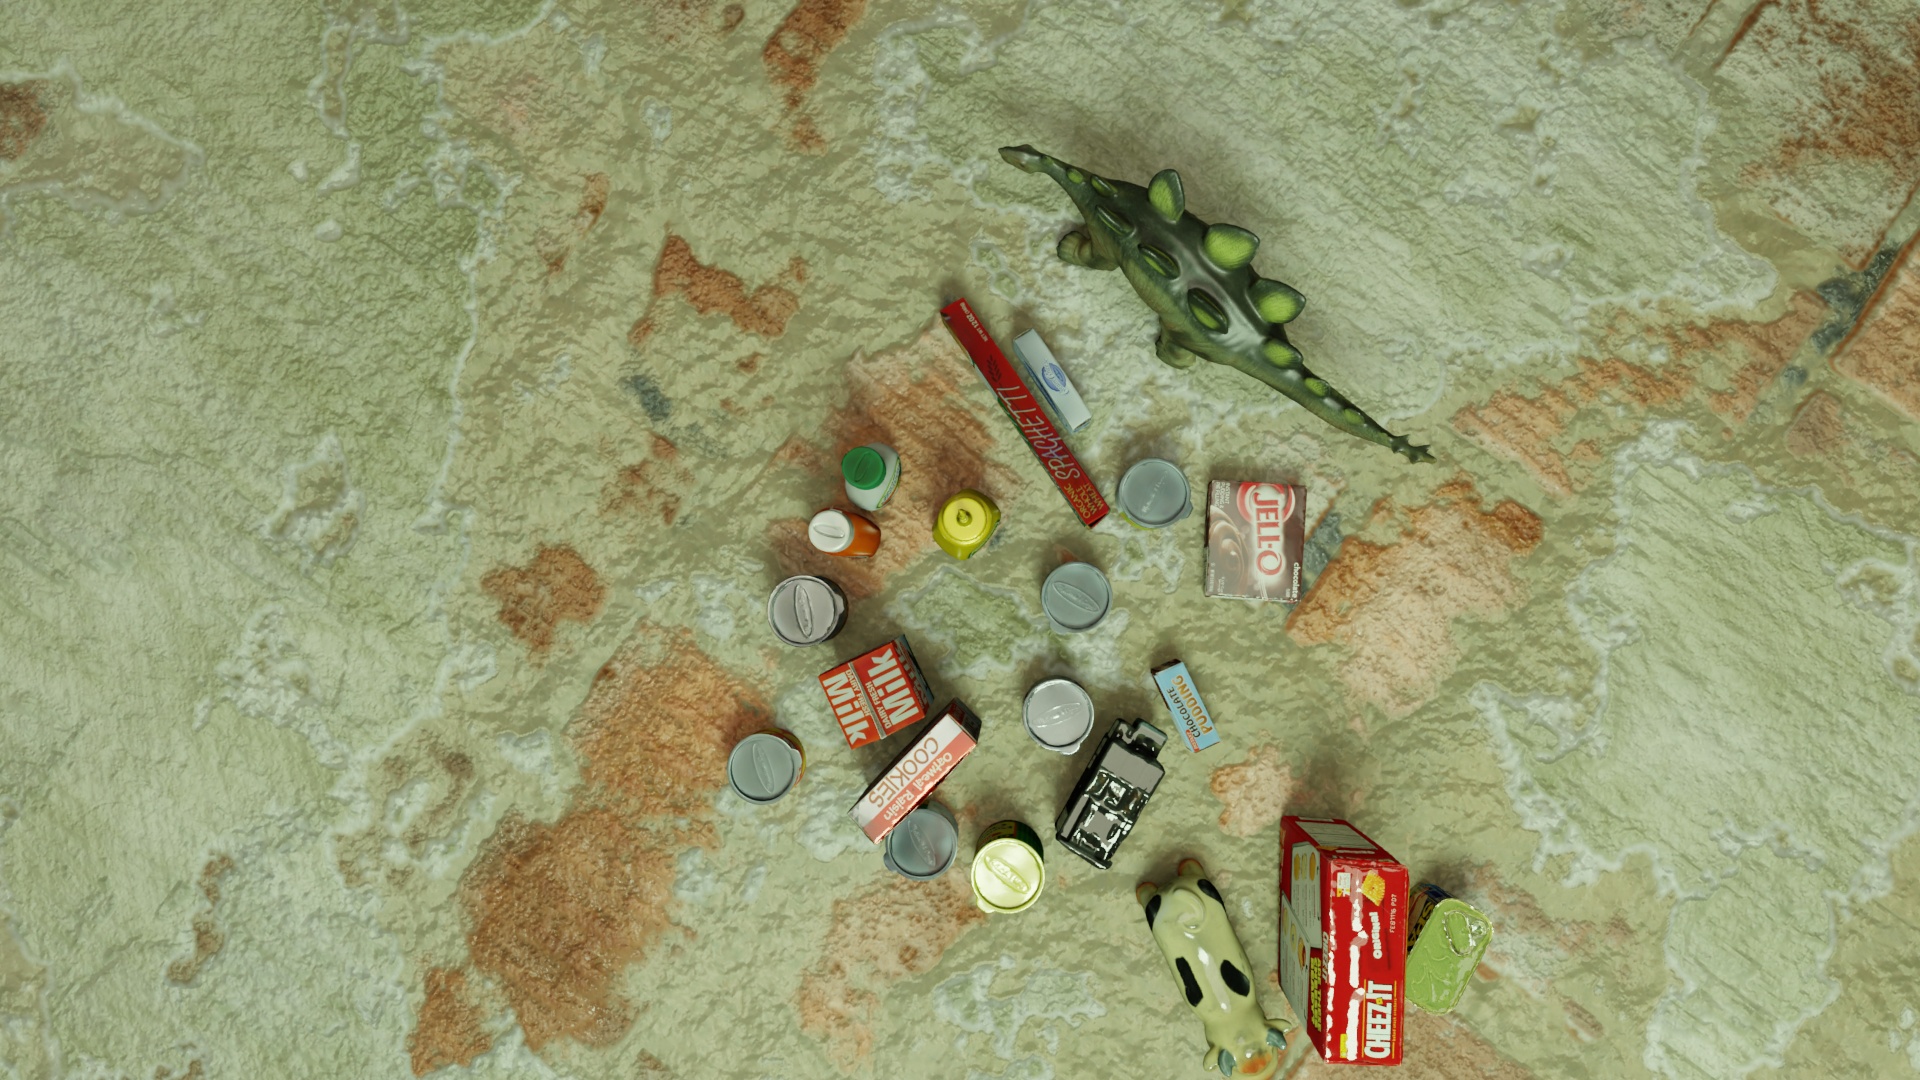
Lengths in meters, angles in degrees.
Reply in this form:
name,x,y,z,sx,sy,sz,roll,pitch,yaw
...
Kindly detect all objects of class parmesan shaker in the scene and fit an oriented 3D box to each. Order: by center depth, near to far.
name,x,y,z,sx,sy,sz,roll,pitch,yaw
parmesan shaker,0.042,0.299,1.275,0.071,0.103,0.071,0,88,2

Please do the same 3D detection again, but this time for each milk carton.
name,x,y,z,sx,sy,sz,roll,pitch,yaw
milk carton,-0.075,0.135,1.243,0.073,0.190,0.072,-25,87,1

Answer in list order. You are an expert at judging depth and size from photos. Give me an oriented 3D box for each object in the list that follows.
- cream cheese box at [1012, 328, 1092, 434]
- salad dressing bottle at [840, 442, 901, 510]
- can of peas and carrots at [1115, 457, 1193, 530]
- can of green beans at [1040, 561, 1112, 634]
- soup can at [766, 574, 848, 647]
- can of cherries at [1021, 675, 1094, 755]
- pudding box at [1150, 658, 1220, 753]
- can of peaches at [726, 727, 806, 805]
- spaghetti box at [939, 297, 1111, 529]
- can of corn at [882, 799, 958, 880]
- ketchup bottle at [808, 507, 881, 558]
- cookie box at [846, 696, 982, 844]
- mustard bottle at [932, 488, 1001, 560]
name,x,y,z,sx,sy,sz,roll,pitch,yaw
cream cheese box,0.087,-0.150,1.317,0.024,0.053,0.104,-33,87,1
salad dressing bottle,-0.083,-0.061,1.272,0.044,0.147,0.064,24,89,3
can of peas and carrots,0.182,-0.042,1.306,0.071,0.058,0.071,0,88,2
can of green beans,0.108,0.053,1.306,0.071,0.058,0.071,0,88,2
soup can,-0.139,0.065,1.301,0.071,0.084,0.071,0,88,2
can of cherries,0.091,0.163,1.301,0.071,0.058,0.071,0,88,2
pudding box,0.210,0.154,1.302,0.030,0.049,0.083,-26,87,1
can of peaches,-0.180,0.211,1.310,0.071,0.058,0.071,0,88,2
spaghetti box,0.062,-0.119,1.318,0.029,0.050,0.250,-35,87,1
can of corn,-0.037,0.281,1.301,0.071,0.058,0.071,0,88,2
ketchup bottle,-0.111,-0.007,1.271,0.065,0.149,0.043,15,89,3
cookie box,-0.037,0.204,1.250,0.040,0.167,0.123,45,90,3
mustard bottle,0.005,-0.016,1.261,0.049,0.160,0.065,39,90,3
